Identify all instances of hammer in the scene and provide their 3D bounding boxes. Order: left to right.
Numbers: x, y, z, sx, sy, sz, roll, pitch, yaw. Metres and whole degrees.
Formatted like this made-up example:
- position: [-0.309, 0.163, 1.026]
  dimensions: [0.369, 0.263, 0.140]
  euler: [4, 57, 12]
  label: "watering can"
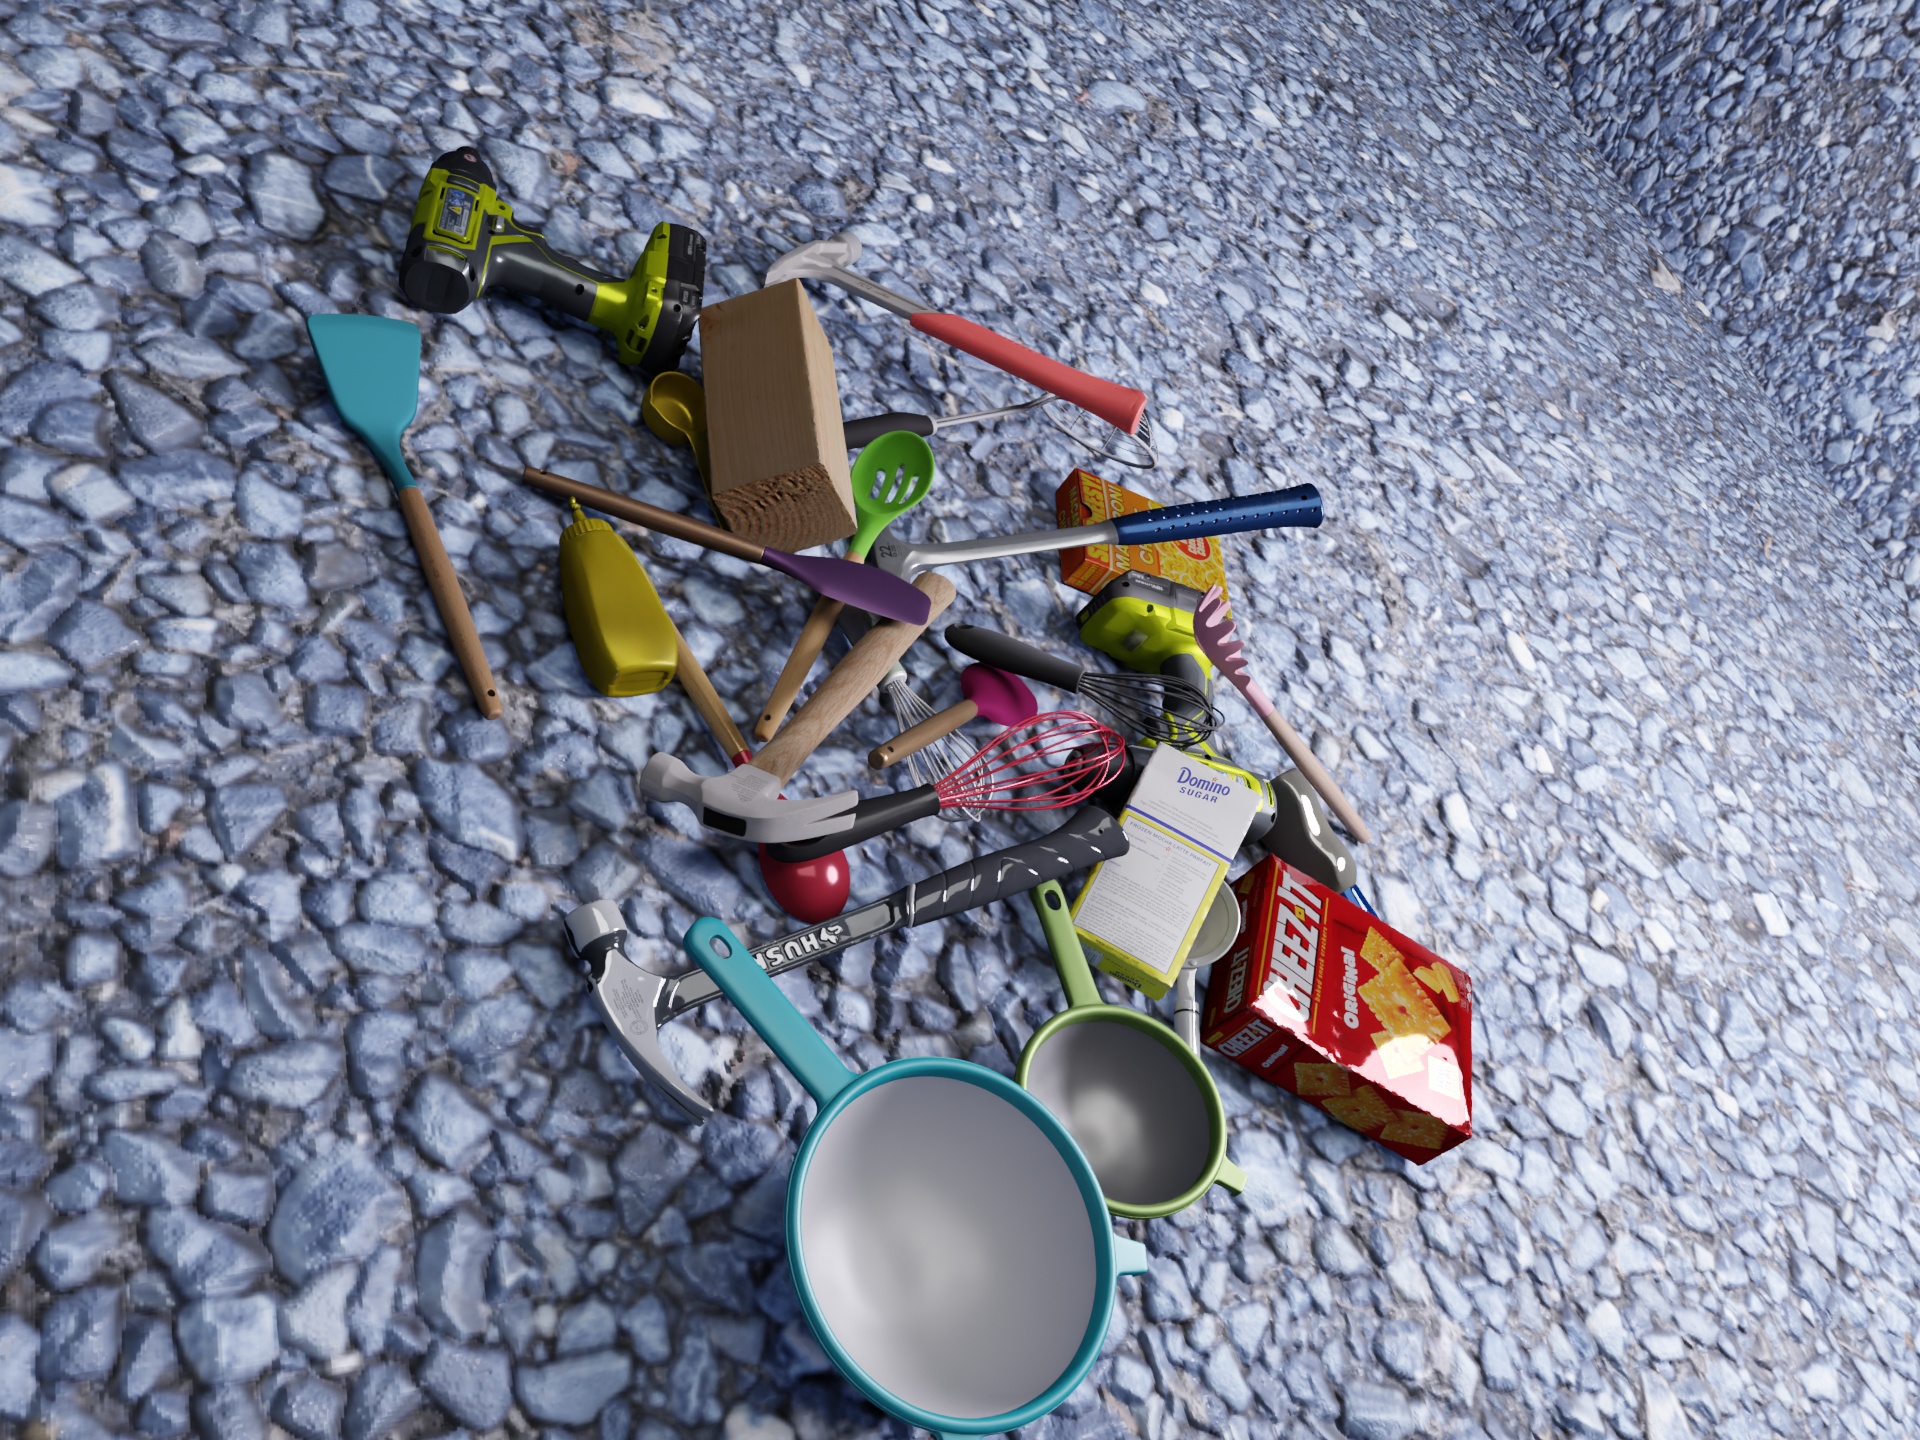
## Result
- position: [-0.083, -0.020, 1.138]
  dimensions: [0.130, 0.031, 0.331]
  euler: [22, 40, 14]
  label: "hammer"
- position: [-0.047, 0.134, 1.059]
  dimensions: [0.409, 0.036, 0.149]
  euler: [-17, 70, -33]
  label: "hammer"
- position: [0.000, -0.347, 1.446]
  dimensions: [0.359, 0.036, 0.149]
  euler: [28, 40, 11]
  label: "hammer"
- position: [0.119, -0.165, 1.363]
  dimensions: [0.405, 0.035, 0.144]
  euler: [-9, 59, -15]
  label: "hammer"

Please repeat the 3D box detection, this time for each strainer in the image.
- position: [-0.062, 0.265, 0.940]
  dimensions: [0.340, 0.095, 0.211]
  euler: [49, 47, 8]
  label: "strainer"
- position: [0.084, 0.231, 1.100]
  dimensions: [0.151, 0.069, 0.257]
  euler: [-1, 52, -24]
  label: "strainer"
- position: [0.168, 0.211, 1.197]
  dimensions: [0.087, 0.050, 0.259]
  euler: [1, 56, 5]
  label: "strainer"

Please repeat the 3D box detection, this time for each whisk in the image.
- position: [-0.049, -0.023, 1.222]
  dimensions: [0.246, 0.058, 0.059]
  euler: [58, 10, 22]
  label: "whisk"
- position: [-0.004, 0.050, 1.126]
  dimensions: [0.295, 0.073, 0.073]
  euler: [-16, 67, -30]
  label: "whisk"
- position: [0.096, -0.034, 1.267]
  dimensions: [0.239, 0.055, 0.055]
  euler: [21, 40, 15]
  label: "whisk"

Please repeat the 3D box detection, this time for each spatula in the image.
- position: [-0.366, -0.141, 1.082]
  dimensions: [0.082, 0.044, 0.318]
  euler: [-7, 62, -44]
  label: "spatula"
- position: [-0.172, -0.133, 1.189]
  dimensions: [0.316, 0.018, 0.060]
  euler: [18, 37, -7]
  label: "spatula"

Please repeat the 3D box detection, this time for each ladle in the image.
- position: [-0.168, 0.004, 1.126]
  dimensions: [0.069, 0.031, 0.316]
  euler: [-18, 67, -42]
  label: "ladle"

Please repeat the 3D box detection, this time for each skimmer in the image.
- position: [0.024, -0.249, 1.451]
  dimensions: [0.363, 0.090, 0.127]
  euler: [-15, 25, -31]
  label: "skimmer"

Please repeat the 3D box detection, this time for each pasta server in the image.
- position: [0.282, 0.005, 1.364]
  dimensions: [0.316, 0.040, 0.060]
  euler: [47, 21, -31]
  label: "pasta server"

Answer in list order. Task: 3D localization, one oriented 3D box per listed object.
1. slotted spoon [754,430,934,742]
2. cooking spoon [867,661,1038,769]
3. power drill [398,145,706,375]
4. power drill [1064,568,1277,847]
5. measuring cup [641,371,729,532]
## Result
- position: [-0.093, -0.108, 1.231]
  dimensions: [0.070, 0.031, 0.314]
  euler: [12, 55, 16]
  label: "slotted spoon"
- position: [-0.002, -0.004, 1.185]
  dimensions: [0.069, 0.017, 0.319]
  euler: [44, 22, 7]
  label: "cooking spoon"
- position: [-0.324, -0.374, 1.278]
  dimensions: [0.223, 0.080, 0.171]
  euler: [15, 49, -23]
  label: "power drill"
- position: [0.164, -0.011, 1.347]
  dimensions: [0.190, 0.080, 0.229]
  euler: [15, 52, -27]
  label: "power drill"
- position: [-0.210, -0.203, 1.268]
  dimensions: [0.062, 0.029, 0.156]
  euler: [-13, 77, -44]
  label: "measuring cup"
